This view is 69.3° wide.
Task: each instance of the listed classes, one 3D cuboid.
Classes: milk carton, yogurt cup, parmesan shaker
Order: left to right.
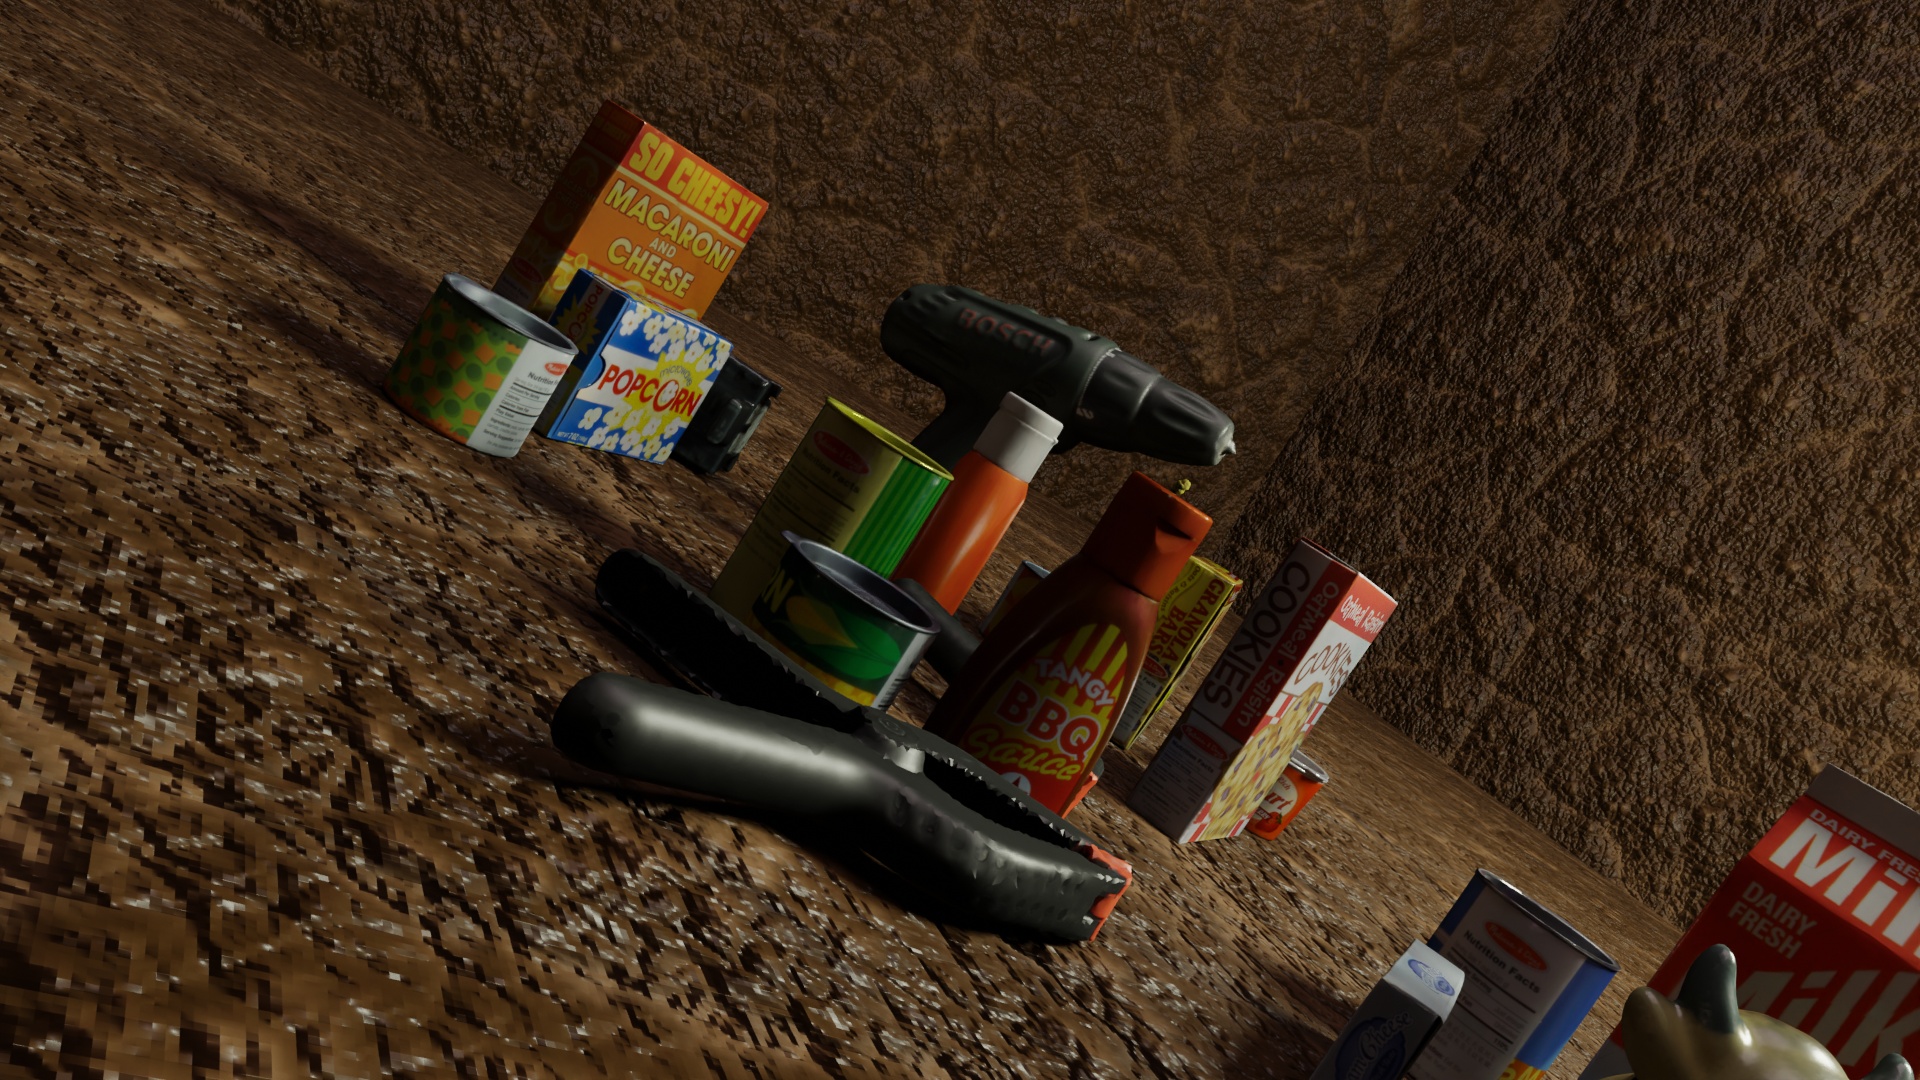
[{"bbox_3d":[-0.060,-0.004,0.620,0.071,0.103,0.071,32,6,-4],"label":"parmesan shaker"},{"bbox_3d":[0.188,0.151,0.872,0.072,0.054,0.072,32,6,-4],"label":"yogurt cup"},{"bbox_3d":[0.264,0.170,0.458,0.072,0.190,0.073,37,7,36],"label":"milk carton"}]

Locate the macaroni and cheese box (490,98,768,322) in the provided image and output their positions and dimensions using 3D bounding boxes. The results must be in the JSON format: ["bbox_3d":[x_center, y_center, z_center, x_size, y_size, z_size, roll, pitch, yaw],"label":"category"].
[{"bbox_3d":[-0.203,-0.159,0.825,0.040,0.166,0.123,35,6,28],"label":"macaroni and cheese box"}]

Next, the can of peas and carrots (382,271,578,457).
[{"bbox_3d":[-0.219,-0.080,0.629,0.071,0.058,0.071,32,6,-4],"label":"can of peas and carrots"}]

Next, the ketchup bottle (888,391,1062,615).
[{"bbox_3d":[0.003,-0.010,0.763,0.043,0.148,0.065,33,6,6],"label":"ketchup bottle"}]

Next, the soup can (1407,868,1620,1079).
[{"bbox_3d":[0.226,0.193,0.589,0.071,0.083,0.071,32,6,-4],"label":"soup can"}]

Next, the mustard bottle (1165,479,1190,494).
[{"bbox_3d":[0.085,0.029,0.815,0.049,0.160,0.065,32,6,-5],"label":"mustard bottle"}]

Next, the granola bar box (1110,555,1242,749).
[{"bbox_3d":[0.139,0.070,0.928,0.039,0.124,0.165,34,6,11],"label":"granola bar box"}]

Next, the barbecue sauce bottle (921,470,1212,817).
[{"bbox_3d":[0.041,0.044,0.533,0.065,0.148,0.044,31,6,-19],"label":"barbecue sauce bottle"}]

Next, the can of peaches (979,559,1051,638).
[{"bbox_3d":[0.057,0.056,0.943,0.071,0.058,0.071,32,6,-4],"label":"can of peaches"}]

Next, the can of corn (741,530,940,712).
[{"bbox_3d":[-0.053,0.039,0.529,0.071,0.058,0.071,32,6,-4],"label":"can of corn"}]

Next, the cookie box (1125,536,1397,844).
[{"bbox_3d":[0.168,0.085,0.761,0.040,0.167,0.123,35,6,27],"label":"cookie box"}]

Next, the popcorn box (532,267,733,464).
[{"bbox_3d":[-0.186,-0.093,0.772,0.038,0.085,0.127,34,6,15],"label":"popcorn box"}]

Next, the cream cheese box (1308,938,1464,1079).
[{"bbox_3d":[0.153,0.176,0.497,0.024,0.053,0.104,35,7,24],"label":"cream cheese box"}]
